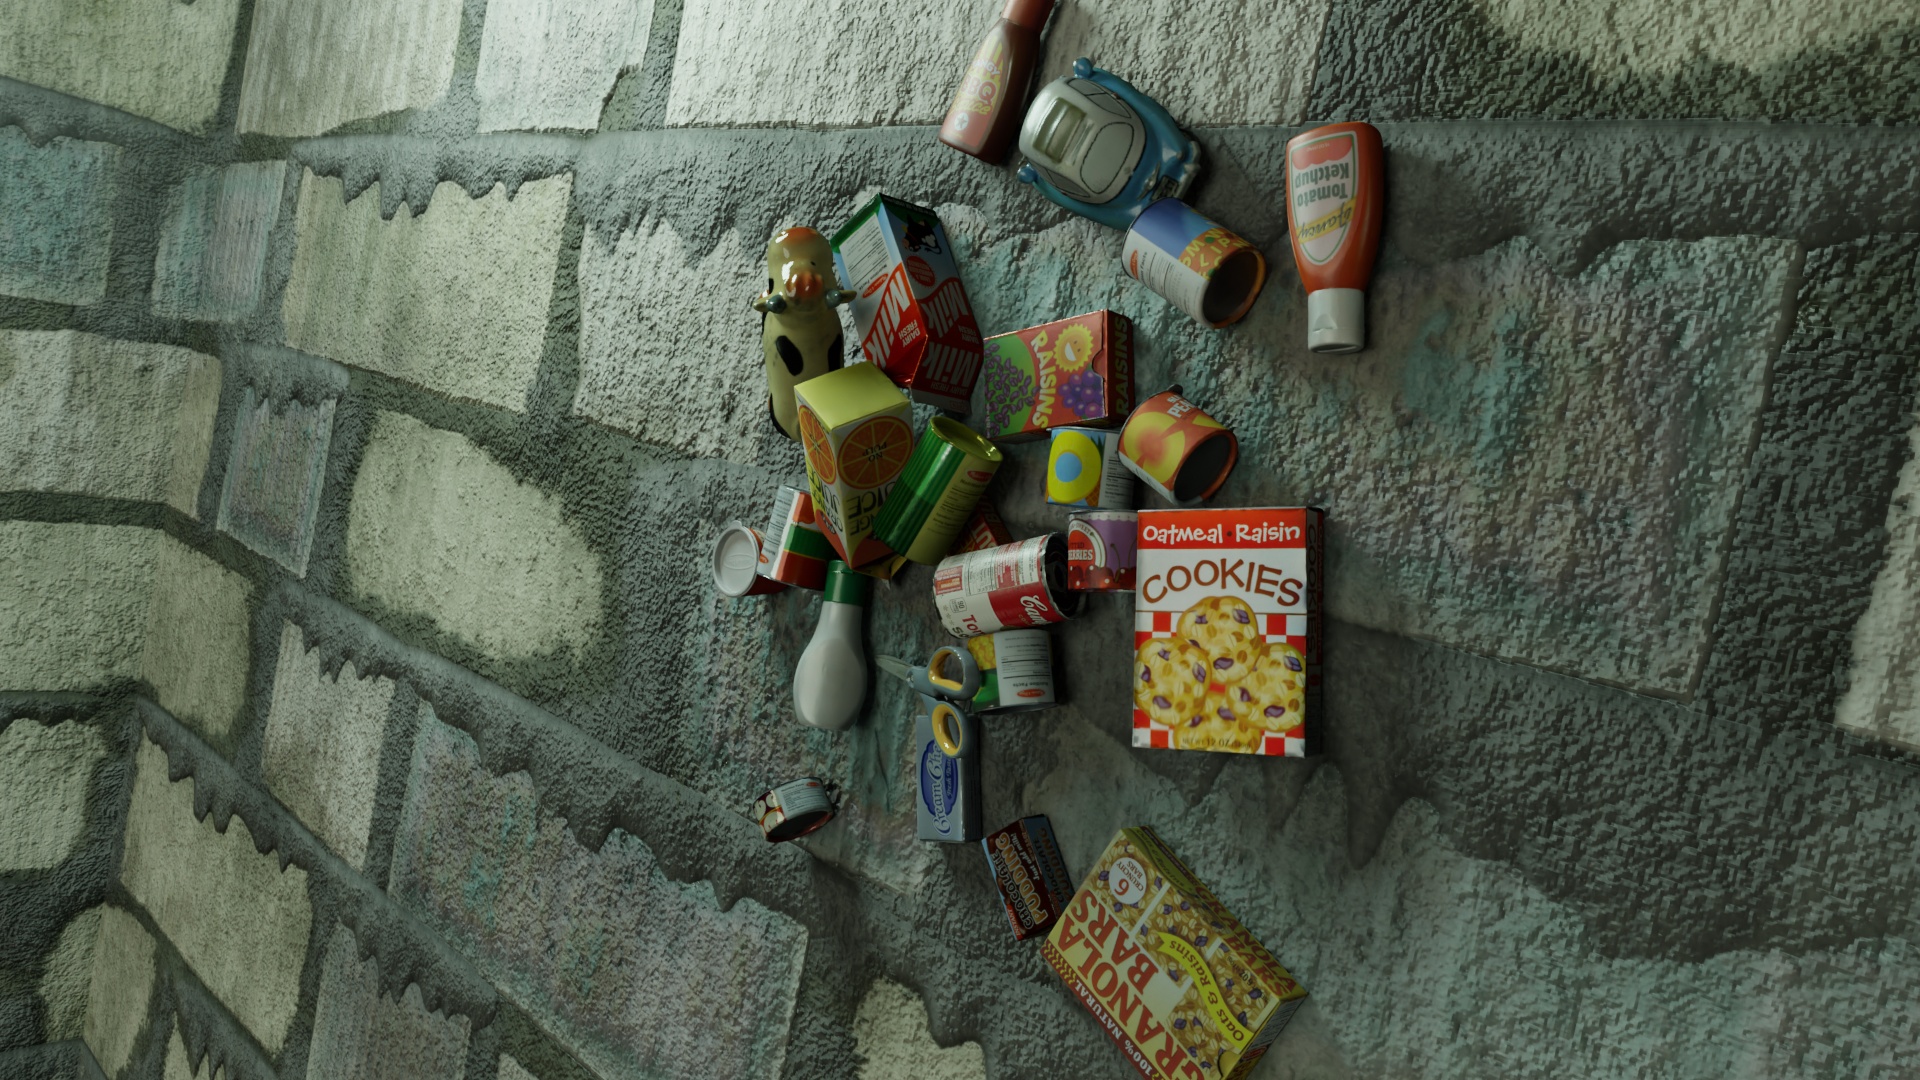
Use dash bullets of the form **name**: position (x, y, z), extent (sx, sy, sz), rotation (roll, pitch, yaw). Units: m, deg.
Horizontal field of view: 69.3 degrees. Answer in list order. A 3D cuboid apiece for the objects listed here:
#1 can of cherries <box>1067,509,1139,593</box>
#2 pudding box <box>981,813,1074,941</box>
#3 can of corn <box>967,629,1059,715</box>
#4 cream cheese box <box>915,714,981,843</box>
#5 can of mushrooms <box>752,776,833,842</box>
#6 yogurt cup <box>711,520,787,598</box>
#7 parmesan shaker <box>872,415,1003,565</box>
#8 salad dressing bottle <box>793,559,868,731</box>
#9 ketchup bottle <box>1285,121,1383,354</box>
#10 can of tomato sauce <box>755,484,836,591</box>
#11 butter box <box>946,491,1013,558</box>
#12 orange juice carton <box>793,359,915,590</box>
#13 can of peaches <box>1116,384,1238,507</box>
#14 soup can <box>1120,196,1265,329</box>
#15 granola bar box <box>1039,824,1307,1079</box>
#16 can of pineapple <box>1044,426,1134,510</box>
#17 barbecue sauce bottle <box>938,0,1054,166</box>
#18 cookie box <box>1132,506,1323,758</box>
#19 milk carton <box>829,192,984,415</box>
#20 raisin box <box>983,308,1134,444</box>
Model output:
- **can of cherries**: position (0.109, 0.009, 1.022), extent (0.071, 0.071, 0.058), rotation (-2, 84, 43)
- **pudding box**: position (0.054, 0.260, 1.072), extent (0.049, 0.030, 0.084), rotation (-37, 62, 35)
- **can of corn**: position (0.039, 0.103, 1.080), extent (0.071, 0.071, 0.058), rotation (-16, 74, 41)
- **cream cheese box**: position (-0.010, 0.195, 1.142), extent (0.053, 0.024, 0.104), rotation (-8, 80, 42)
- **can of mushrooms**: position (-0.150, 0.241, 1.238), extent (0.070, 0.071, 0.033), rotation (-42, 60, 31)
- **yogurt cup**: position (-0.193, 0.021, 1.311), extent (0.072, 0.054, 0.072), rotation (-6, 82, 42)
- **parmesan shaker**: position (-0.021, -0.040, 1.113), extent (0.071, 0.071, 0.102), rotation (46, 113, 36)
- **salad dressing bottle**: position (-0.109, 0.092, 1.226), extent (0.044, 0.064, 0.148), rotation (112, 167, -82)
- **ketchup bottle**: position (0.252, -0.201, 0.934), extent (0.064, 0.043, 0.149), rotation (-4, 83, 42)
- **can of tomato sauce**: position (-0.141, -0.002, 1.257), extent (0.071, 0.071, 0.083), rotation (19, 94, 42)
- **butter box**: position (0.004, -0.014, 1.154), extent (0.053, 0.024, 0.104), rotation (-46, 57, 30)
- **orange juice carton**: position (-0.082, -0.047, 1.168), extent (0.072, 0.073, 0.191), rotation (48, 152, 41)
- **can of peaches**: position (0.156, -0.067, 0.991), extent (0.058, 0.071, 0.071), rotation (44, 114, 36)
- **soup can**: position (0.169, -0.201, 0.997), extent (0.084, 0.071, 0.071), rotation (43, 114, 36)
- **granola bar box**: position (0.144, 0.303, 0.977), extent (0.166, 0.039, 0.123), rotation (44, 115, 37)
- **can of pineapple**: position (0.097, -0.053, 1.044), extent (0.071, 0.071, 0.058), rotation (6, 90, 43)
- **barbecue sauce bottle**: position (0.035, -0.392, 1.156), extent (0.065, 0.044, 0.148), rotation (37, 109, 40)
- **cookie box**: position (0.183, 0.061, 0.955), extent (0.123, 0.040, 0.167), rotation (-1, 84, 30)
- **milk carton**: position (-0.041, -0.193, 1.185), extent (0.073, 0.072, 0.191), rotation (-35, 62, 36)
- **raisin box**: position (0.076, -0.127, 1.091), extent (0.123, 0.040, 0.086), rotation (-7, 80, 41)
